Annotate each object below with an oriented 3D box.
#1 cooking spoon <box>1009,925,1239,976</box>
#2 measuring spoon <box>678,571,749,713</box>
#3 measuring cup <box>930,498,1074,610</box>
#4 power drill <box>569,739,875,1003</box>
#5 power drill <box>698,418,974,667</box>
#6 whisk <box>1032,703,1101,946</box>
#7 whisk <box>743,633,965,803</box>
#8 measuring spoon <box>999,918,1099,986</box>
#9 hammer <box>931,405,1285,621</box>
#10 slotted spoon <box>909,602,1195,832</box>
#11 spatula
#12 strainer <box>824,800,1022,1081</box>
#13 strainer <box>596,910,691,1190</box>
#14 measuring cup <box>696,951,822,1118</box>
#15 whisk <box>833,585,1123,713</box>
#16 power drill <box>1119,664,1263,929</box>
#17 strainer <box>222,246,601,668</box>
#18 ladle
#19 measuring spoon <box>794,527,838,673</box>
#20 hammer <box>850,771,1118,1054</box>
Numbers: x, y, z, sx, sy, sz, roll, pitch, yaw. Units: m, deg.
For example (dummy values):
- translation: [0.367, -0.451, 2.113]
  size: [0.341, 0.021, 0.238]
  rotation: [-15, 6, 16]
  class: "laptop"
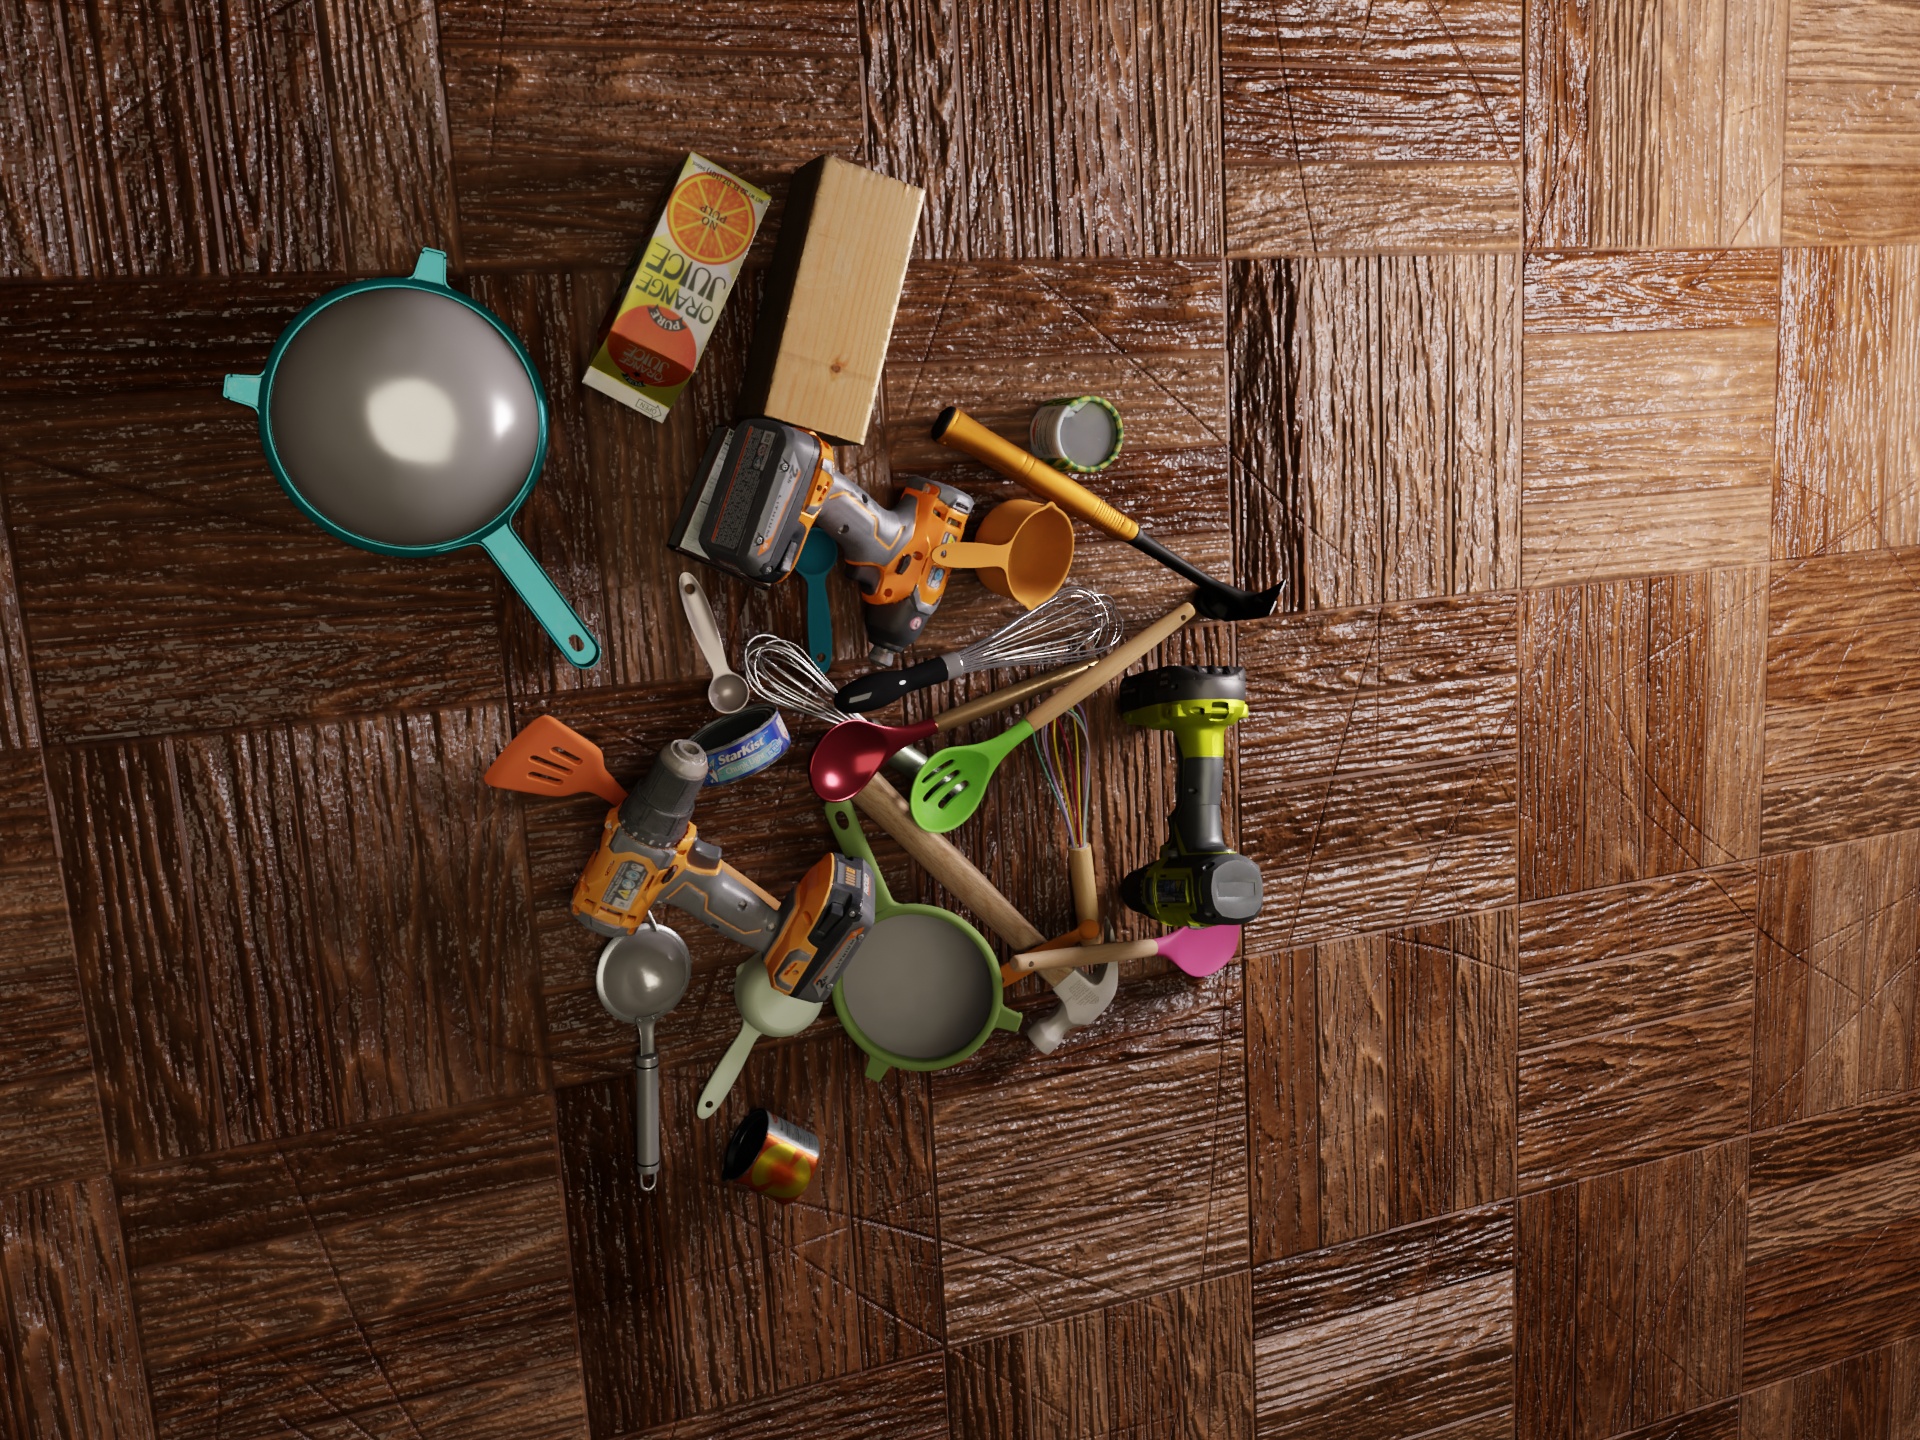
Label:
- translation: [0.158, 0.208, 1.450]
  size: [0.318, 0.017, 0.069]
  rotation: [2, 99, -45]
  class: "cooking spoon"
- translation: [-0.210, -0.065, 1.328]
  size: [0.034, 0.018, 0.124]
  rotation: [-21, 99, -12]
  class: "measuring spoon"
- translation: [0.022, -0.145, 1.349]
  size: [0.173, 0.052, 0.095]
  rotation: [-5, 111, -45]
  class: "measuring cup"
- translation: [-0.181, 0.121, 1.288]
  size: [0.226, 0.084, 0.185]
  rotation: [23, 118, -16]
  class: "power drill"
- translation: [-0.097, -0.139, 1.293]
  size: [0.226, 0.084, 0.164]
  rotation: [16, 94, -46]
  class: "power drill"
- translation: [0.103, 0.096, 1.457]
  size: [0.051, 0.047, 0.245]
  rotation: [-8, 106, -2]
  class: "whisk"
- translation: [-0.088, 0.004, 1.368]
  size: [0.246, 0.058, 0.059]
  rotation: [36, 47, -26]
  class: "whisk"
- translation: [0.074, 0.213, 1.432]
  size: [0.117, 0.011, 0.021]
  rotation: [-30, 109, 2]
  class: "measuring spoon"
- translation: [0.125, -0.178, 1.390]
  size: [0.336, 0.127, 0.034]
  rotation: [28, 83, -17]
  class: "hammer"
- translation: [0.081, -0.009, 1.393]
  size: [0.314, 0.031, 0.070]
  rotation: [-36, 117, -9]
  class: "slotted spoon"
- translation: [-0.242, 0.103, 1.326]
  size: [0.322, 0.041, 0.081]
  rotation: [39, 108, -23]
  class: "spatula"
- translation: [-0.055, 0.179, 1.400]
  size: [0.151, 0.069, 0.256]
  rotation: [-23, 94, 12]
  class: "strainer"
- translation: [-0.264, 0.281, 1.349]
  size: [0.086, 0.050, 0.258]
  rotation: [-7, 105, -35]
  class: "strainer"
- translation: [-0.178, 0.276, 1.378]
  size: [0.083, 0.038, 0.167]
  rotation: [33, 84, -22]
  class: "measuring cup"
- translation: [0.019, -0.055, 1.373]
  size: [0.284, 0.070, 0.070]
  rotation: [-20, 105, -24]
  class: "whisk"
- translation: [0.196, 0.072, 1.428]
  size: [0.080, 0.190, 0.228]
  rotation: [1, 84, -21]
  class: "power drill"
- translation: [-0.376, -0.174, 1.201]
  size: [0.211, 0.095, 0.340]
  rotation: [-38, 108, -12]
  class: "strainer"
- translation: [-0.002, -0.004, 1.379]
  size: [0.315, 0.031, 0.069]
  rotation: [-21, 118, -30]
  class: "ladle"
- translation: [-0.125, -0.103, 1.355]
  size: [0.042, 0.021, 0.128]
  rotation: [-10, 111, -20]
  class: "measuring spoon"
- translation: [0.019, 0.156, 1.430]
  size: [0.130, 0.031, 0.331]
  rotation: [-42, 108, 6]
  class: "hammer"
